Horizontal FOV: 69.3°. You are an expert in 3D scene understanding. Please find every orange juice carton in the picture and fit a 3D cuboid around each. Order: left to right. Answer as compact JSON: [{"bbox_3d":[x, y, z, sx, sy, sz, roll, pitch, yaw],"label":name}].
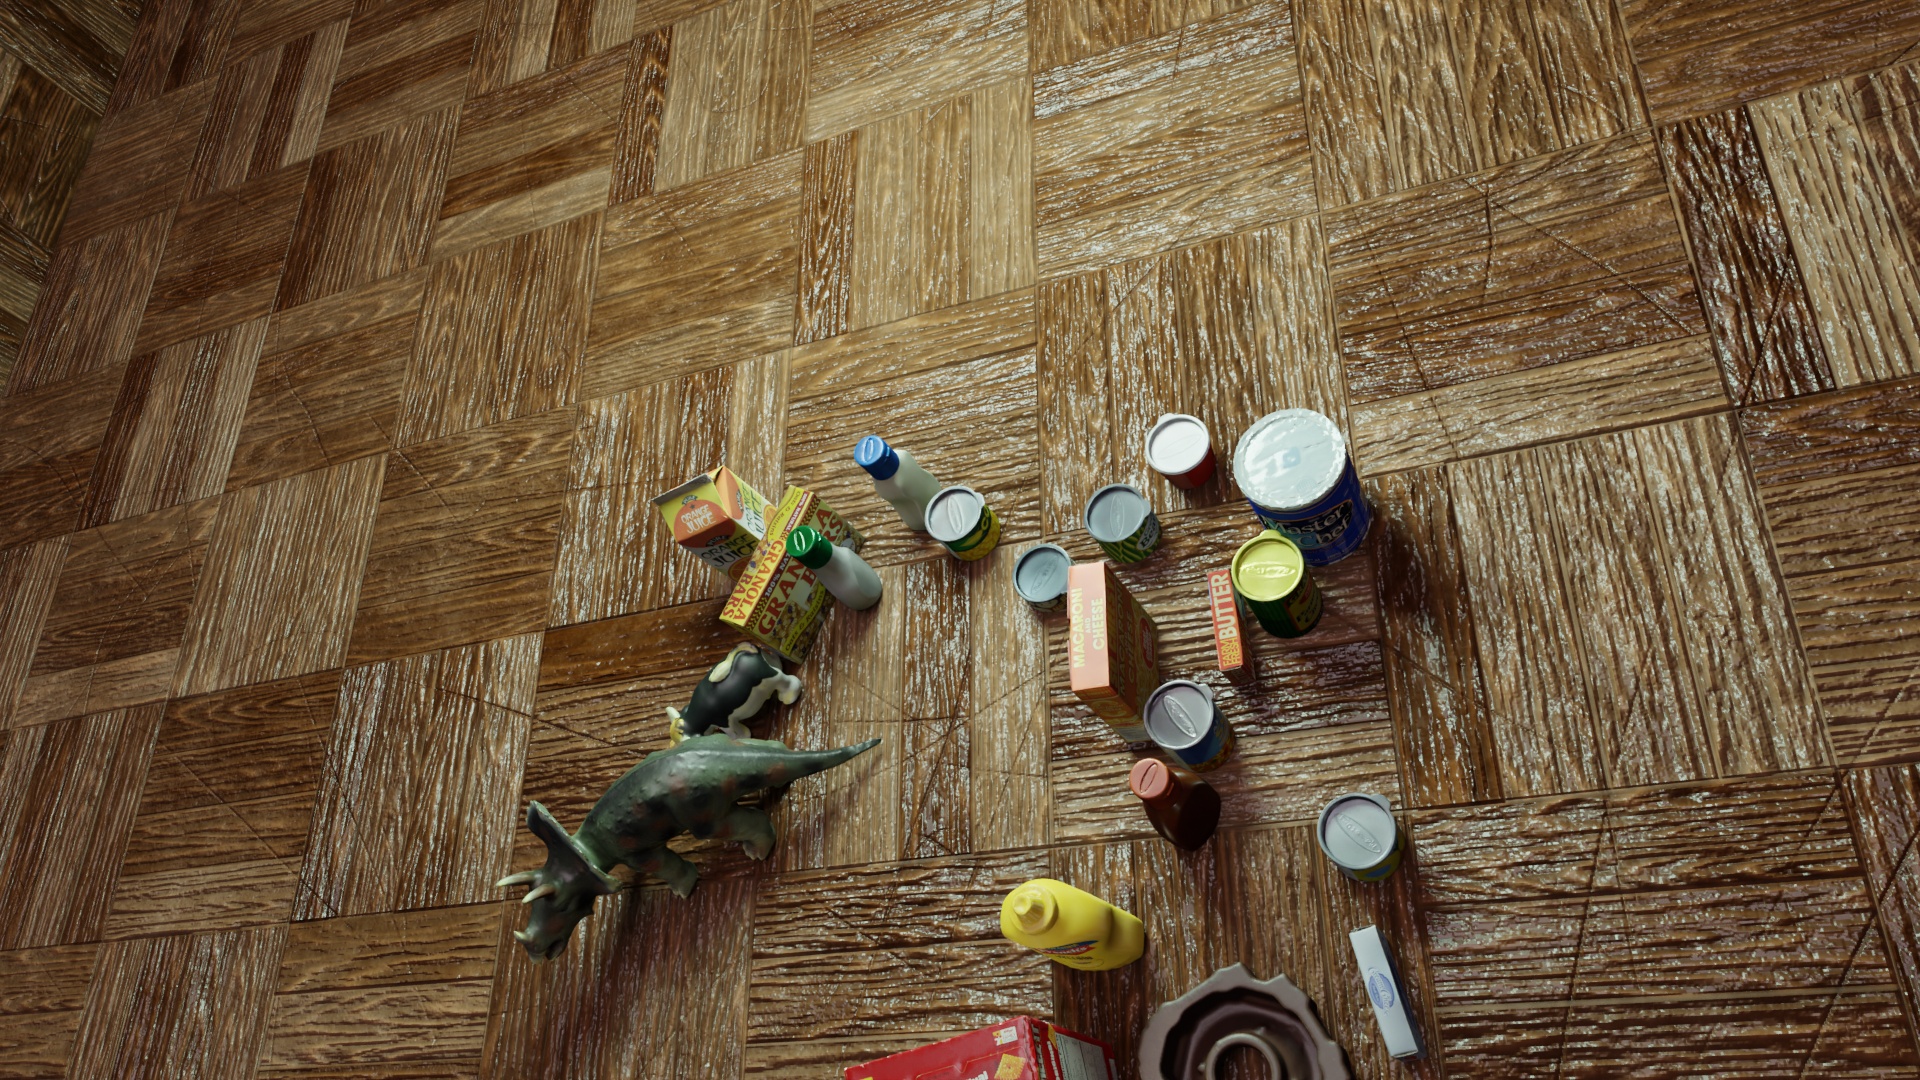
[{"bbox_3d":[-0.263,-0.019,1.560,0.071,0.192,0.073,-23,58,15],"label":"orange juice carton"}]

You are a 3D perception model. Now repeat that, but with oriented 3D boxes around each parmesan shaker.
[{"bbox_3d":[0.301,0.042,1.308,0.071,0.103,0.071,-11,62,21],"label":"parmesan shaker"}]

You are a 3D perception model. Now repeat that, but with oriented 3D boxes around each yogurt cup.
[{"bbox_3d":[0.231,-0.089,1.437,0.072,0.054,0.072,-11,62,21],"label":"yogurt cup"}]

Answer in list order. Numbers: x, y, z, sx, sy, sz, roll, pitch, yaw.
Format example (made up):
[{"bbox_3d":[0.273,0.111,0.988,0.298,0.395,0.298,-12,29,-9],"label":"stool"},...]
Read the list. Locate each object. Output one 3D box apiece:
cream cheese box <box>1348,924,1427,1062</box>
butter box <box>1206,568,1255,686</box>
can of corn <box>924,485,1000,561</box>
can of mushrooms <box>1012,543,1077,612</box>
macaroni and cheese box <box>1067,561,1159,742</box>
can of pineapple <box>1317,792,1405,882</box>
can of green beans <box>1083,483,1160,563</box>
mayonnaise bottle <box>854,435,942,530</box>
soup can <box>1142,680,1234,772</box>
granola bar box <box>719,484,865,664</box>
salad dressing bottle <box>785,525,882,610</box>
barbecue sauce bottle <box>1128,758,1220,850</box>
[{"bbox_3d":[0.353,0.375,1.148,0.024,0.053,0.104,-22,58,15],"label":"cream cheese box"},{"bbox_3d":[0.261,0.084,1.338,0.024,0.053,0.104,-14,61,20],"label":"butter box"},{"bbox_3d":[0.005,-0.019,1.510,0.071,0.058,0.071,-11,62,21],"label":"can of corn"},{"bbox_3d":[0.092,0.041,1.453,0.071,0.033,0.071,-11,62,21],"label":"can of mushrooms"},{"bbox_3d":[0.146,0.109,1.313,0.040,0.166,0.124,-11,62,22],"label":"macaroni and cheese box"},{"bbox_3d":[0.350,0.257,1.205,0.071,0.057,0.071,-11,62,21],"label":"can of pineapple"},{"bbox_3d":[0.167,-0.017,1.430,0.071,0.057,0.071,-11,62,21],"label":"can of green beans"},{"bbox_3d":[-0.067,-0.066,1.514,0.041,0.147,0.065,-5,64,24],"label":"mayonnaise bottle"},{"bbox_3d":[0.217,0.173,1.296,0.071,0.083,0.071,-11,62,21],"label":"soup can"},{"bbox_3d":[-0.182,0.040,1.533,0.039,0.124,0.166,18,75,32],"label":"granola bar box"},{"bbox_3d":[-0.137,0.028,1.502,0.044,0.147,0.064,-26,57,13],"label":"salad dressing bottle"},{"bbox_3d":[0.190,0.232,1.241,0.044,0.148,0.065,22,77,33],"label":"barbecue sauce bottle"}]
